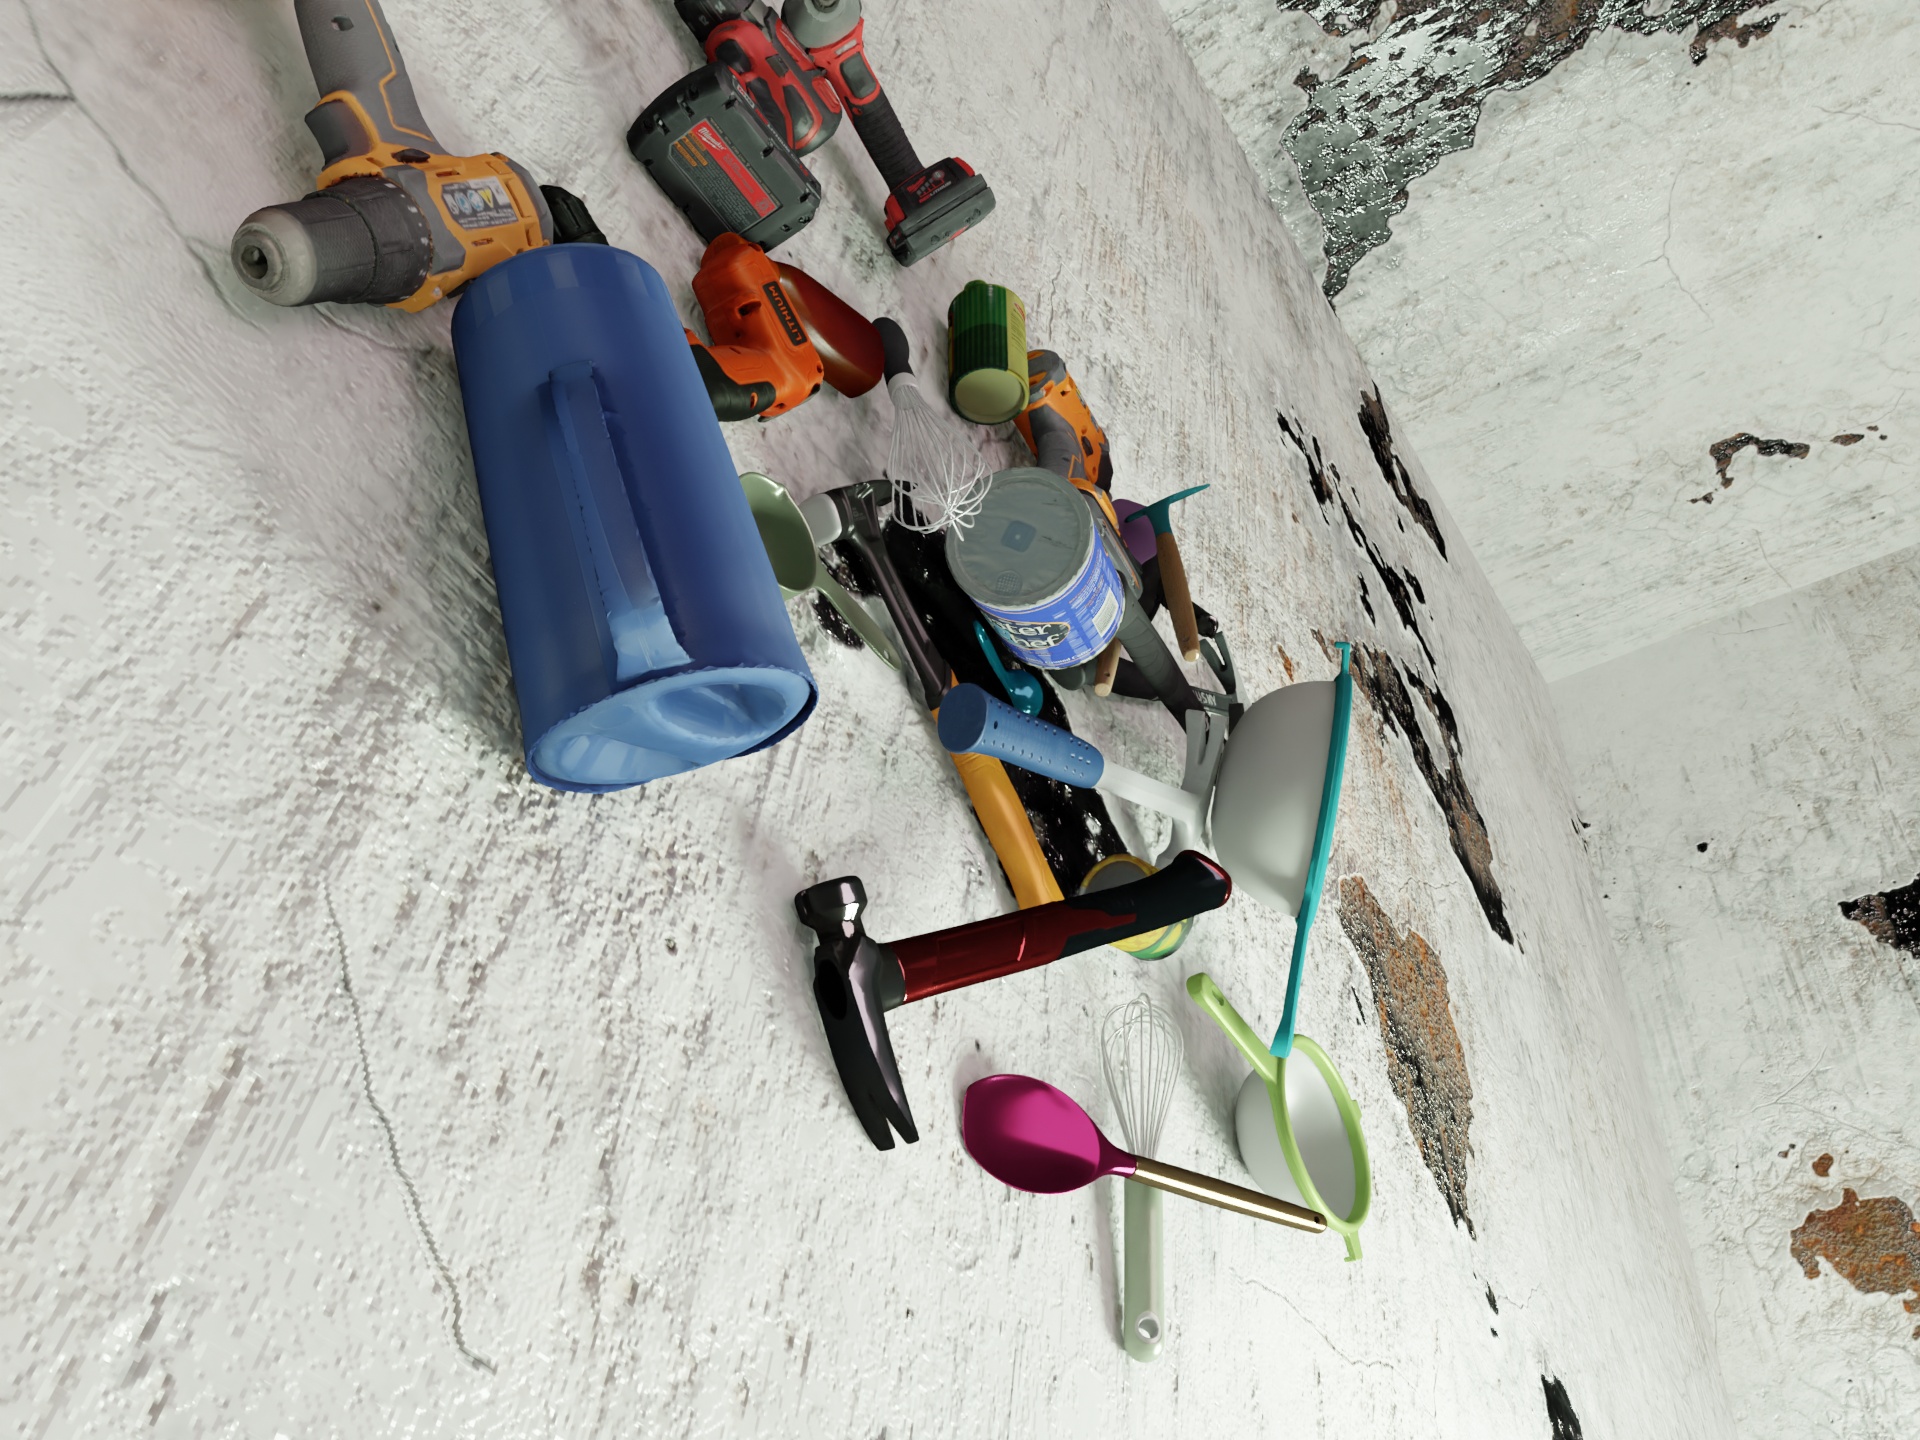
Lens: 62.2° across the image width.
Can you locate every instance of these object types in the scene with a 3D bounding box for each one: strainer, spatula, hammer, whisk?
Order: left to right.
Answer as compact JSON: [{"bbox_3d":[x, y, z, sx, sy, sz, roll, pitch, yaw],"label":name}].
[{"bbox_3d":[-0.035,-0.213,1.106,0.070,0.070,0.285,44,18,-37],"label":"whisk"},{"bbox_3d":[-0.002,-0.003,1.062,0.337,0.034,0.127,65,28,-2],"label":"hammer"},{"bbox_3d":[0.060,0.144,0.972,0.386,0.038,0.143,-5,74,-50],"label":"hammer"},{"bbox_3d":[0.097,0.030,1.111,0.405,0.035,0.144,22,81,-59],"label":"hammer"},{"bbox_3d":[0.135,-0.113,1.350,0.060,0.018,0.316,19,36,-1],"label":"spatula"},{"bbox_3d":[0.118,0.290,1.035,0.058,0.059,0.247,10,52,-7],"label":"whisk"},{"bbox_3d":[0.180,-0.033,1.419,0.408,0.036,0.149,11,58,-58],"label":"hammer"},{"bbox_3d":[0.180,-0.110,1.389,0.050,0.087,0.259,10,15,-13],"label":"strainer"},{"bbox_3d":[0.173,-0.125,1.281,0.044,0.082,0.318,60,17,-29],"label":"spatula"},{"bbox_3d":[0.185,-0.020,1.318,0.334,0.035,0.146,48,49,-48],"label":"hammer"},{"bbox_3d":[0.222,0.285,1.199,0.256,0.069,0.152,51,32,-24],"label":"strainer"},{"bbox_3d":[0.238,0.106,1.249,0.210,0.095,0.341,87,17,-50],"label":"strainer"}]

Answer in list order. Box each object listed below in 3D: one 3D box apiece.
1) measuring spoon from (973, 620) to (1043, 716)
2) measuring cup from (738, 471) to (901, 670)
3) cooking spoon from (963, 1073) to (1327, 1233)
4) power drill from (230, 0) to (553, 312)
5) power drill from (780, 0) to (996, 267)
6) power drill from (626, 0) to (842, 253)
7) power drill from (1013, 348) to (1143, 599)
[{"bbox_3d":[0.036,-0.039,1.134,0.128,0.021,0.042,56,19,-58],"label":"measuring spoon"},{"bbox_3d":[-0.095,-0.076,0.947,0.167,0.038,0.083,46,32,-37],"label":"measuring cup"},{"bbox_3d":[0.123,0.284,0.995,0.318,0.017,0.069,25,52,-32],"label":"cooking spoon"},{"bbox_3d":[-0.294,-0.293,0.716,0.226,0.084,0.185,64,28,-13],"label":"power drill"},{"bbox_3d":[-0.065,-0.473,1.237,0.219,0.078,0.143,58,-1,-12],"label":"power drill"},{"bbox_3d":[-0.161,-0.436,1.081,0.187,0.080,0.227,47,29,-34],"label":"power drill"},{"bbox_3d":[0.095,-0.186,1.334,0.164,0.084,0.227,52,25,-41],"label":"power drill"}]
